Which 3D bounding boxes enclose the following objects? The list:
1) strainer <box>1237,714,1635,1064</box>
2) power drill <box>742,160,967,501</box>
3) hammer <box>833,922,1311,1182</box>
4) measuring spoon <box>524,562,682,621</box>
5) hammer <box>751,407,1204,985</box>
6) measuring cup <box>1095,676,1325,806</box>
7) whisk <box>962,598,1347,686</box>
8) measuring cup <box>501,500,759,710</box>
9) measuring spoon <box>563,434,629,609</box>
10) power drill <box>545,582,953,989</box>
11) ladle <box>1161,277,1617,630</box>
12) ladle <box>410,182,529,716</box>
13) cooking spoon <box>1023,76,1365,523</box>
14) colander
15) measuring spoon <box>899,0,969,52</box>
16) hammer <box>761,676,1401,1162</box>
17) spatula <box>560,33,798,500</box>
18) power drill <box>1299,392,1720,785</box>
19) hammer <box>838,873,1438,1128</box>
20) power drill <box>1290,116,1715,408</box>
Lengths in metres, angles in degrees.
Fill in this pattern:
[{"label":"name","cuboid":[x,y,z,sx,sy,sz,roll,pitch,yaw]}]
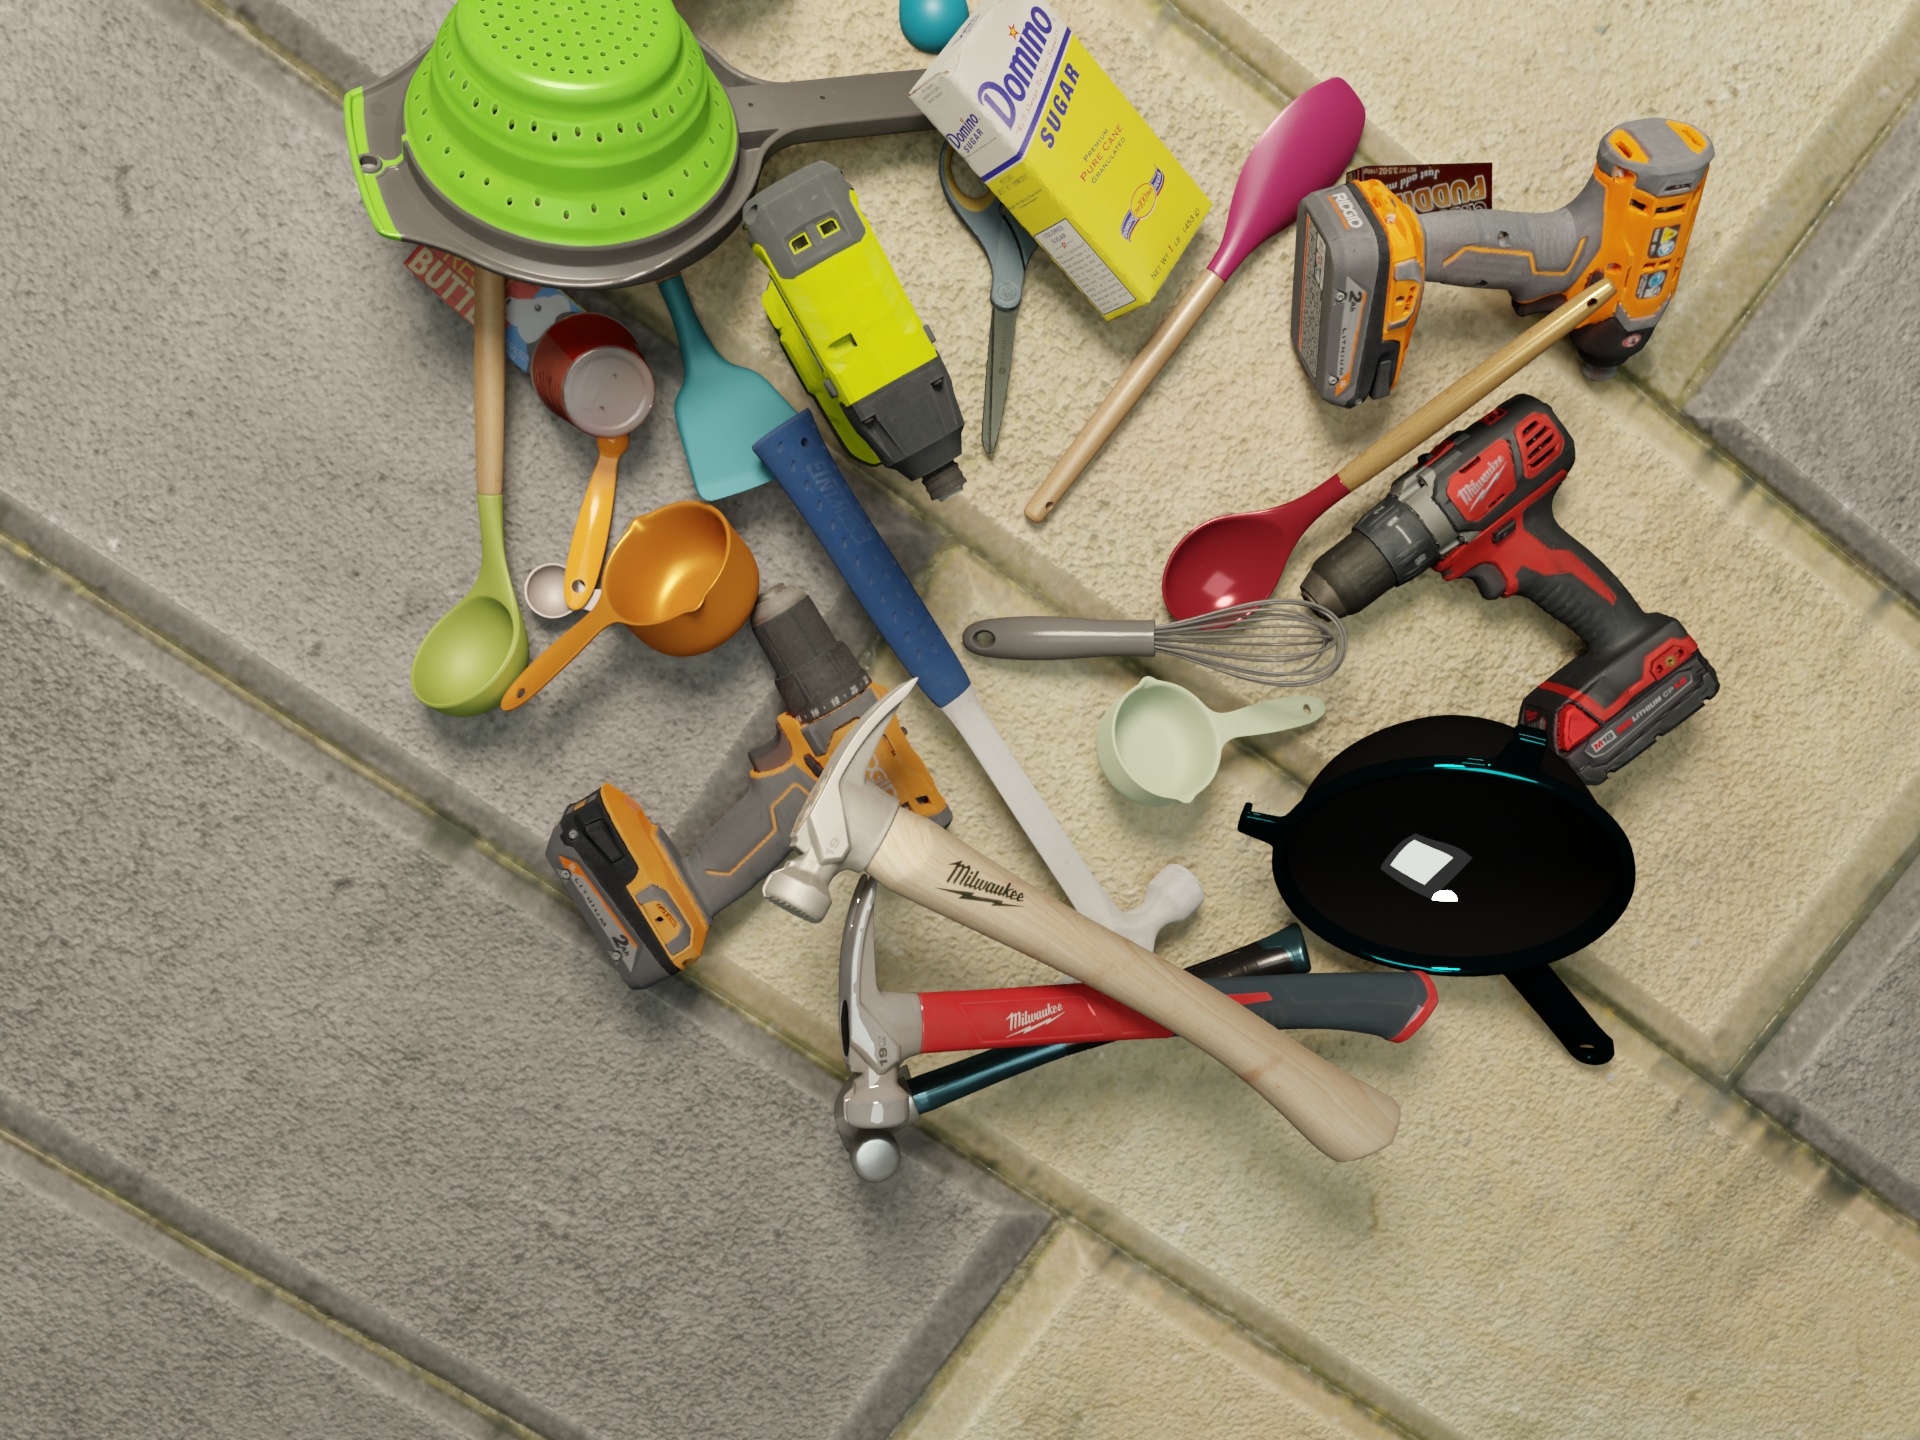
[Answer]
[{"label":"strainer","cuboid":[0.343,0.102,1.025,0.211,0.095,0.340,-20,129,35]},{"label":"power drill","cuboid":[-0.052,-0.201,0.872,0.080,0.223,0.171,-29,101,1]},{"label":"hammer","cuboid":[0.077,0.201,1.019,0.331,0.128,0.033,-19,102,-10]},{"label":"measuring spoon","cuboid":[-0.209,-0.070,0.992,0.124,0.018,0.034,13,85,-13]},{"label":"hammer","cuboid":[-0.002,-0.003,0.969,0.144,0.035,0.405,-39,105,-22]},{"label":"measuring cup","cuboid":[0.160,0.009,1.014,0.167,0.038,0.083,-11,77,-28]},{"label":"whisk","cuboid":[0.119,-0.048,0.991,0.239,0.055,0.055,1,100,9]},{"label":"measuring cup","cuboid":[-0.196,-0.054,0.953,0.173,0.095,0.052,-41,142,1]},{"label":"measuring spoon","cuboid":[-0.223,-0.124,0.971,0.021,0.011,0.117,13,89,-10]},{"label":"power drill","cuboid":[-0.142,0.039,0.983,0.226,0.084,0.185,-30,101,-4]},{"label":"ladle","cuboid":[0.253,-0.160,0.960,0.315,0.031,0.069,-37,109,22]},{"label":"ladle","cuboid":[-0.286,-0.159,0.932,0.078,0.062,0.320,14,107,33]},{"label":"cooking spoon","cuboid":[0.140,-0.251,0.975,0.068,0.017,0.319,30,102,-42]},{"label":"colander","cuboid":[-0.128,-0.353,0.861,0.397,0.094,0.205,-13,67,-18]},{"label":"measuring spoon","cuboid":[-0.042,-0.451,0.931,0.042,0.021,0.128,-39,102,3]},{"label":"hammer","cuboid":[0.094,0.135,0.923,0.410,0.038,0.146,31,75,-14]},{"label":"spatula","cuboid":[-0.179,-0.288,0.939,0.082,0.044,0.317,-25,100,-13]},{"label":"power drill","cuboid":[0.343,-0.066,1.004,0.188,0.080,0.226,-38,98,3]},{"label":"hammer","cuboid":[0.116,0.160,0.967,0.386,0.038,0.143,0,87,-19]},{"label":"power drill","cuboid":[0.318,-0.257,0.948,0.226,0.084,0.164,-11,139,-1]}]
